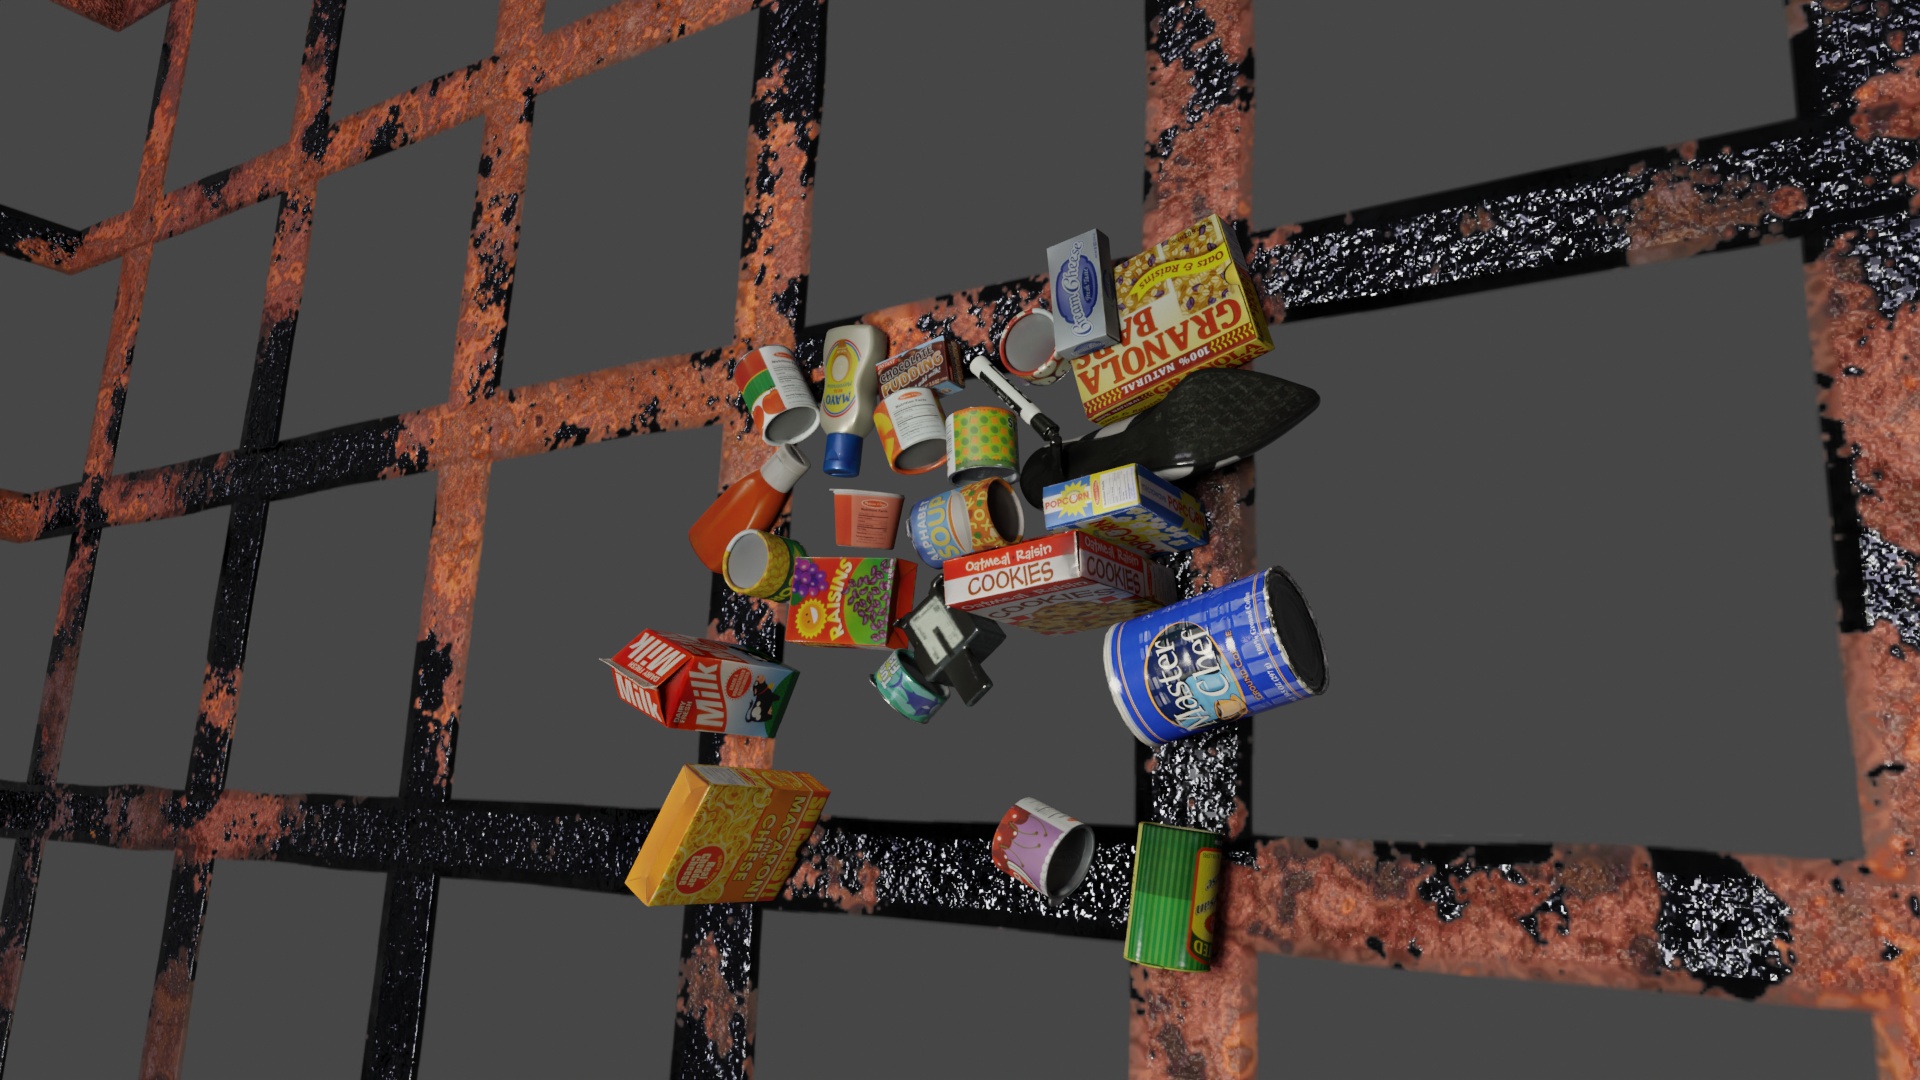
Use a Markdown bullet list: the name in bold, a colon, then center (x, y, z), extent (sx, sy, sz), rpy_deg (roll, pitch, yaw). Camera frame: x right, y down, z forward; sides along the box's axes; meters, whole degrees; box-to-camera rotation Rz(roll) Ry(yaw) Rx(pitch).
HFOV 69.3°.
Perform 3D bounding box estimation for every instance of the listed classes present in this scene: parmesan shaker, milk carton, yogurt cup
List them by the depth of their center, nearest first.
- **parmesan shaker**: center (0.163, 0.271, 1.062), extent (0.071, 0.071, 0.103), rpy_deg (2, 79, 35)
- **milk carton**: center (-0.248, 0.134, 1.308), extent (0.072, 0.190, 0.073), rpy_deg (22, 92, 37)
- **yogurt cup**: center (-0.088, -0.020, 1.316), extent (0.072, 0.072, 0.054), rpy_deg (4, 89, 36)

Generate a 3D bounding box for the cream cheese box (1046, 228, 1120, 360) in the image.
- **cream cheese box**: center (0.106, -0.213, 1.203), extent (0.053, 0.024, 0.104), rpy_deg (-17, 68, 33)

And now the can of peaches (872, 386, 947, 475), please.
- **can of peaches**: center (-0.043, -0.101, 1.304), extent (0.071, 0.071, 0.058), rpy_deg (-33, 62, 24)

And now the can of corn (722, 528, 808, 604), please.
- **can of corn**: center (-0.193, 0.027, 1.379), extent (0.071, 0.058, 0.071), rpy_deg (-9, 73, 33)

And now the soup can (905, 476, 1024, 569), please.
- **soup can**: center (0.004, -0.016, 1.244), extent (0.083, 0.071, 0.071), rpy_deg (-17, 69, 31)

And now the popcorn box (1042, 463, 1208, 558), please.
- **popcorn box**: center (0.134, -0.019, 1.121), extent (0.085, 0.126, 0.038), rpy_deg (-16, 67, 31)

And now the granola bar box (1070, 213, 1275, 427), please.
- **granola bar box**: center (0.171, -0.186, 1.191), extent (0.165, 0.039, 0.124), rpy_deg (-25, 66, 28)

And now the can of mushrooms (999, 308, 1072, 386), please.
- **can of mushrooms**: center (0.069, -0.174, 1.262), extent (0.071, 0.033, 0.071), rpy_deg (-9, 74, 32)

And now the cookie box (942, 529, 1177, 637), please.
- **cookie box**: center (0.082, 0.037, 1.117), extent (0.122, 0.167, 0.040), rpy_deg (-14, 70, 32)

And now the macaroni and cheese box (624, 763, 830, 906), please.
- **macaroni and cheese box**: center (-0.207, 0.269, 1.261), extent (0.040, 0.166, 0.123), rpy_deg (32, 98, 35)

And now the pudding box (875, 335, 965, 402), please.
- **pudding box**: center (-0.039, -0.158, 1.336), extent (0.083, 0.030, 0.050), rpy_deg (-18, 68, 30)

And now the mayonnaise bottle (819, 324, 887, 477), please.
- **mayonnaise bottle**: center (-0.110, -0.138, 1.373), extent (0.064, 0.041, 0.148), rpy_deg (-2, 77, 33)

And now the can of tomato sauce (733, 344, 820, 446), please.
- **can of tomato sauce**: center (-0.187, -0.146, 1.414), extent (0.071, 0.071, 0.083), rpy_deg (-39, 60, 21)

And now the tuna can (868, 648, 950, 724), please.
- **tuna can**: center (-0.045, 0.129, 1.243), extent (0.032, 0.071, 0.071), rpy_deg (-49, 56, 14)

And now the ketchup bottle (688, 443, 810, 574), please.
- **ketchup bottle**: center (-0.214, -0.036, 1.419), extent (0.148, 0.043, 0.065), rpy_deg (-45, 58, 17)

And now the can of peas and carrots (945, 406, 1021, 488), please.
- **can of peas and carrots**: center (0.023, -0.083, 1.254), extent (0.071, 0.071, 0.059), rpy_deg (-13, 71, 32)

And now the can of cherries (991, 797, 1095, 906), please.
- **can of cherries**: center (0.067, 0.254, 1.136), extent (0.058, 0.071, 0.071), rpy_deg (21, 91, 37)

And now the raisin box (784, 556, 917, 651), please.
- **raisin box**: center (-0.104, 0.059, 1.322), extent (0.123, 0.040, 0.086), rpy_deg (0, 79, 34)
